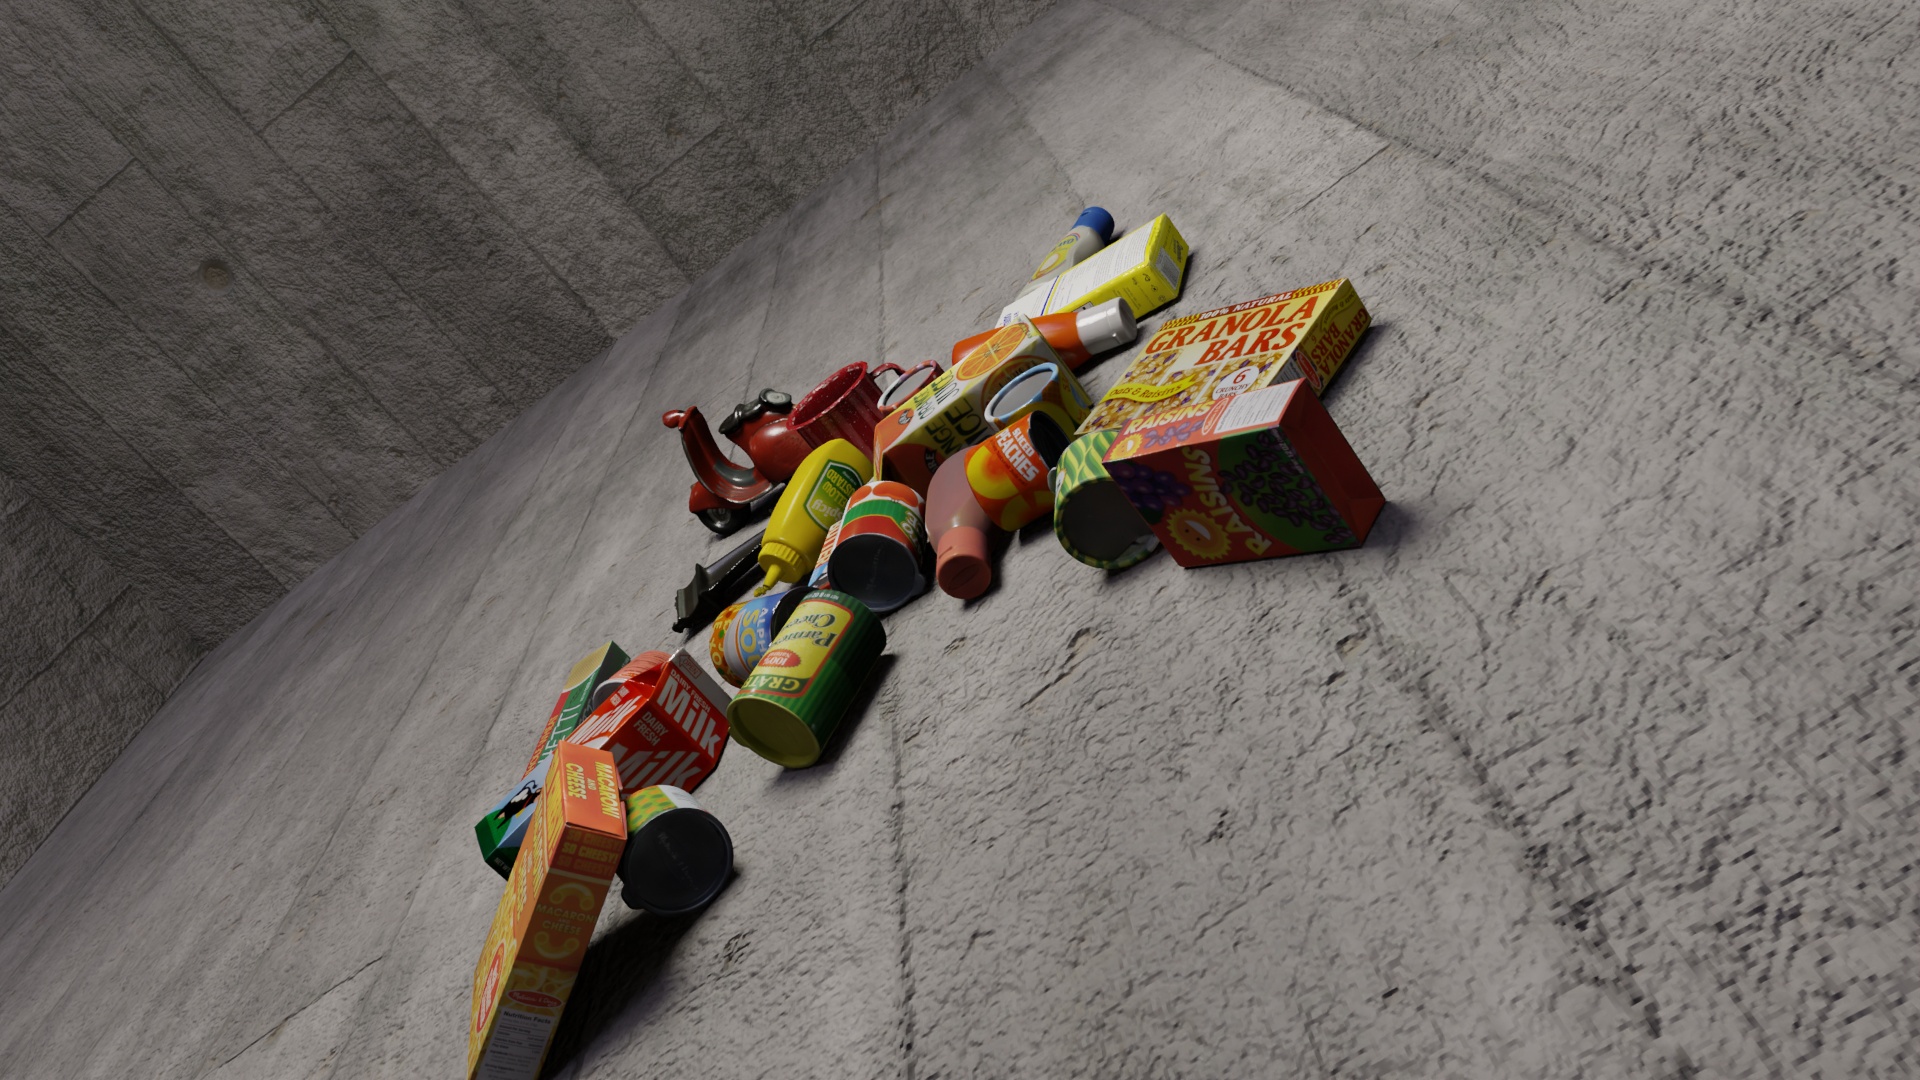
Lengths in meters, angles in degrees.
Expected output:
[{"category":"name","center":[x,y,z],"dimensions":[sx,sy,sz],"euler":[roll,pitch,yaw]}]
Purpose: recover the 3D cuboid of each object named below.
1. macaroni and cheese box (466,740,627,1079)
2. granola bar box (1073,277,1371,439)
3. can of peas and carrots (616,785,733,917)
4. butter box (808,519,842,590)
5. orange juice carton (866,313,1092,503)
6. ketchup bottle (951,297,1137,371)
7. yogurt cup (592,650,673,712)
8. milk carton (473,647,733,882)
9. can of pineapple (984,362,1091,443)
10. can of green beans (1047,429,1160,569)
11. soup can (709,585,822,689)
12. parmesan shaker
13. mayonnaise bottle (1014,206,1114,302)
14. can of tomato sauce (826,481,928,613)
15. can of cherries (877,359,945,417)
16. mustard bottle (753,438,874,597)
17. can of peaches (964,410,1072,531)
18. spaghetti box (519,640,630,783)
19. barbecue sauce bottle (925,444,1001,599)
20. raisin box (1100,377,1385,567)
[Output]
[{"category":"macaroni and cheese box","center":[-0.247,0.220,0.829],"dimensions":[0.166,0.040,0.124],"euler":[-68,21,7]},{"category":"granola bar box","center":[0.168,-0.104,0.903],"dimensions":[0.125,0.039,0.165],"euler":[-51,24,-25]},{"category":"can of peas and carrots","center":[-0.180,0.189,0.846],"dimensions":[0.071,0.071,0.058],"euler":[-46,22,-16]},{"category":"butter box","center":[-0.087,0.011,1.099],"dimensions":[0.053,0.024,0.104],"euler":[-29,24,24]},{"category":"orange juice carton","center":[0.000,-0.086,1.086],"dimensions":[0.192,0.073,0.072],"euler":[-36,22,8]},{"category":"ketchup bottle","center":[0.070,-0.157,1.136],"dimensions":[0.148,0.064,0.044],"euler":[-17,52,27]},{"category":"yogurt cup","center":[-0.243,0.122,1.081],"dimensions":[0.072,0.072,0.054],"euler":[-25,18,31]},{"category":"milk carton","center":[-0.244,0.166,0.983],"dimensions":[0.191,0.072,0.073],"euler":[-45,22,-14]},{"category":"can of pineapple","center":[0.061,-0.089,1.016],"dimensions":[0.071,0.057,0.071],"euler":[-33,23,15]},{"category":"can of green beans","center":[0.090,-0.025,0.837],"dimensions":[0.071,0.071,0.058],"euler":[-30,24,22]},{"category":"soup can","center":[-0.133,0.072,0.996],"dimensions":[0.083,0.071,0.072],"euler":[-15,32,47]},{"category":"parmesan shaker","center":[-0.102,0.089,0.914],"dimensions":[0.071,0.071,0.103],"euler":[-19,29,41]},{"category":"mayonnaise bottle","center":[0.104,-0.261,1.303],"dimensions":[0.064,0.041,0.149],"euler":[-20,29,43]},{"category":"can of tomato sauce","center":[-0.056,0.003,1.014],"dimensions":[0.071,0.071,0.083],"euler":[-31,23,20]},{"category":"can of cherries","center":[-0.028,-0.116,1.207],"dimensions":[0.071,0.058,0.072],"euler":[-33,22,16]},{"category":"mustard bottle","center":[-0.128,-0.012,1.164],"dimensions":[0.048,0.065,0.161],"euler":[-20,34,50]},{"category":"can of peaches","center":[0.043,-0.048,0.949],"dimensions":[0.058,0.071,0.071],"euler":[-30,24,25]},{"category":"spaghetti box","center":[-0.330,0.169,1.170],"dimensions":[0.050,0.028,0.251],"euler":[-33,22,16]},{"category":"barbecue sauce bottle","center":[0.003,-0.012,0.978],"dimensions":[0.064,0.043,0.149],"euler":[-38,21,20]},{"category":"raisin box","center":[0.147,-0.033,0.736],"dimensions":[0.123,0.086,0.040],"euler":[-10,37,50]}]
